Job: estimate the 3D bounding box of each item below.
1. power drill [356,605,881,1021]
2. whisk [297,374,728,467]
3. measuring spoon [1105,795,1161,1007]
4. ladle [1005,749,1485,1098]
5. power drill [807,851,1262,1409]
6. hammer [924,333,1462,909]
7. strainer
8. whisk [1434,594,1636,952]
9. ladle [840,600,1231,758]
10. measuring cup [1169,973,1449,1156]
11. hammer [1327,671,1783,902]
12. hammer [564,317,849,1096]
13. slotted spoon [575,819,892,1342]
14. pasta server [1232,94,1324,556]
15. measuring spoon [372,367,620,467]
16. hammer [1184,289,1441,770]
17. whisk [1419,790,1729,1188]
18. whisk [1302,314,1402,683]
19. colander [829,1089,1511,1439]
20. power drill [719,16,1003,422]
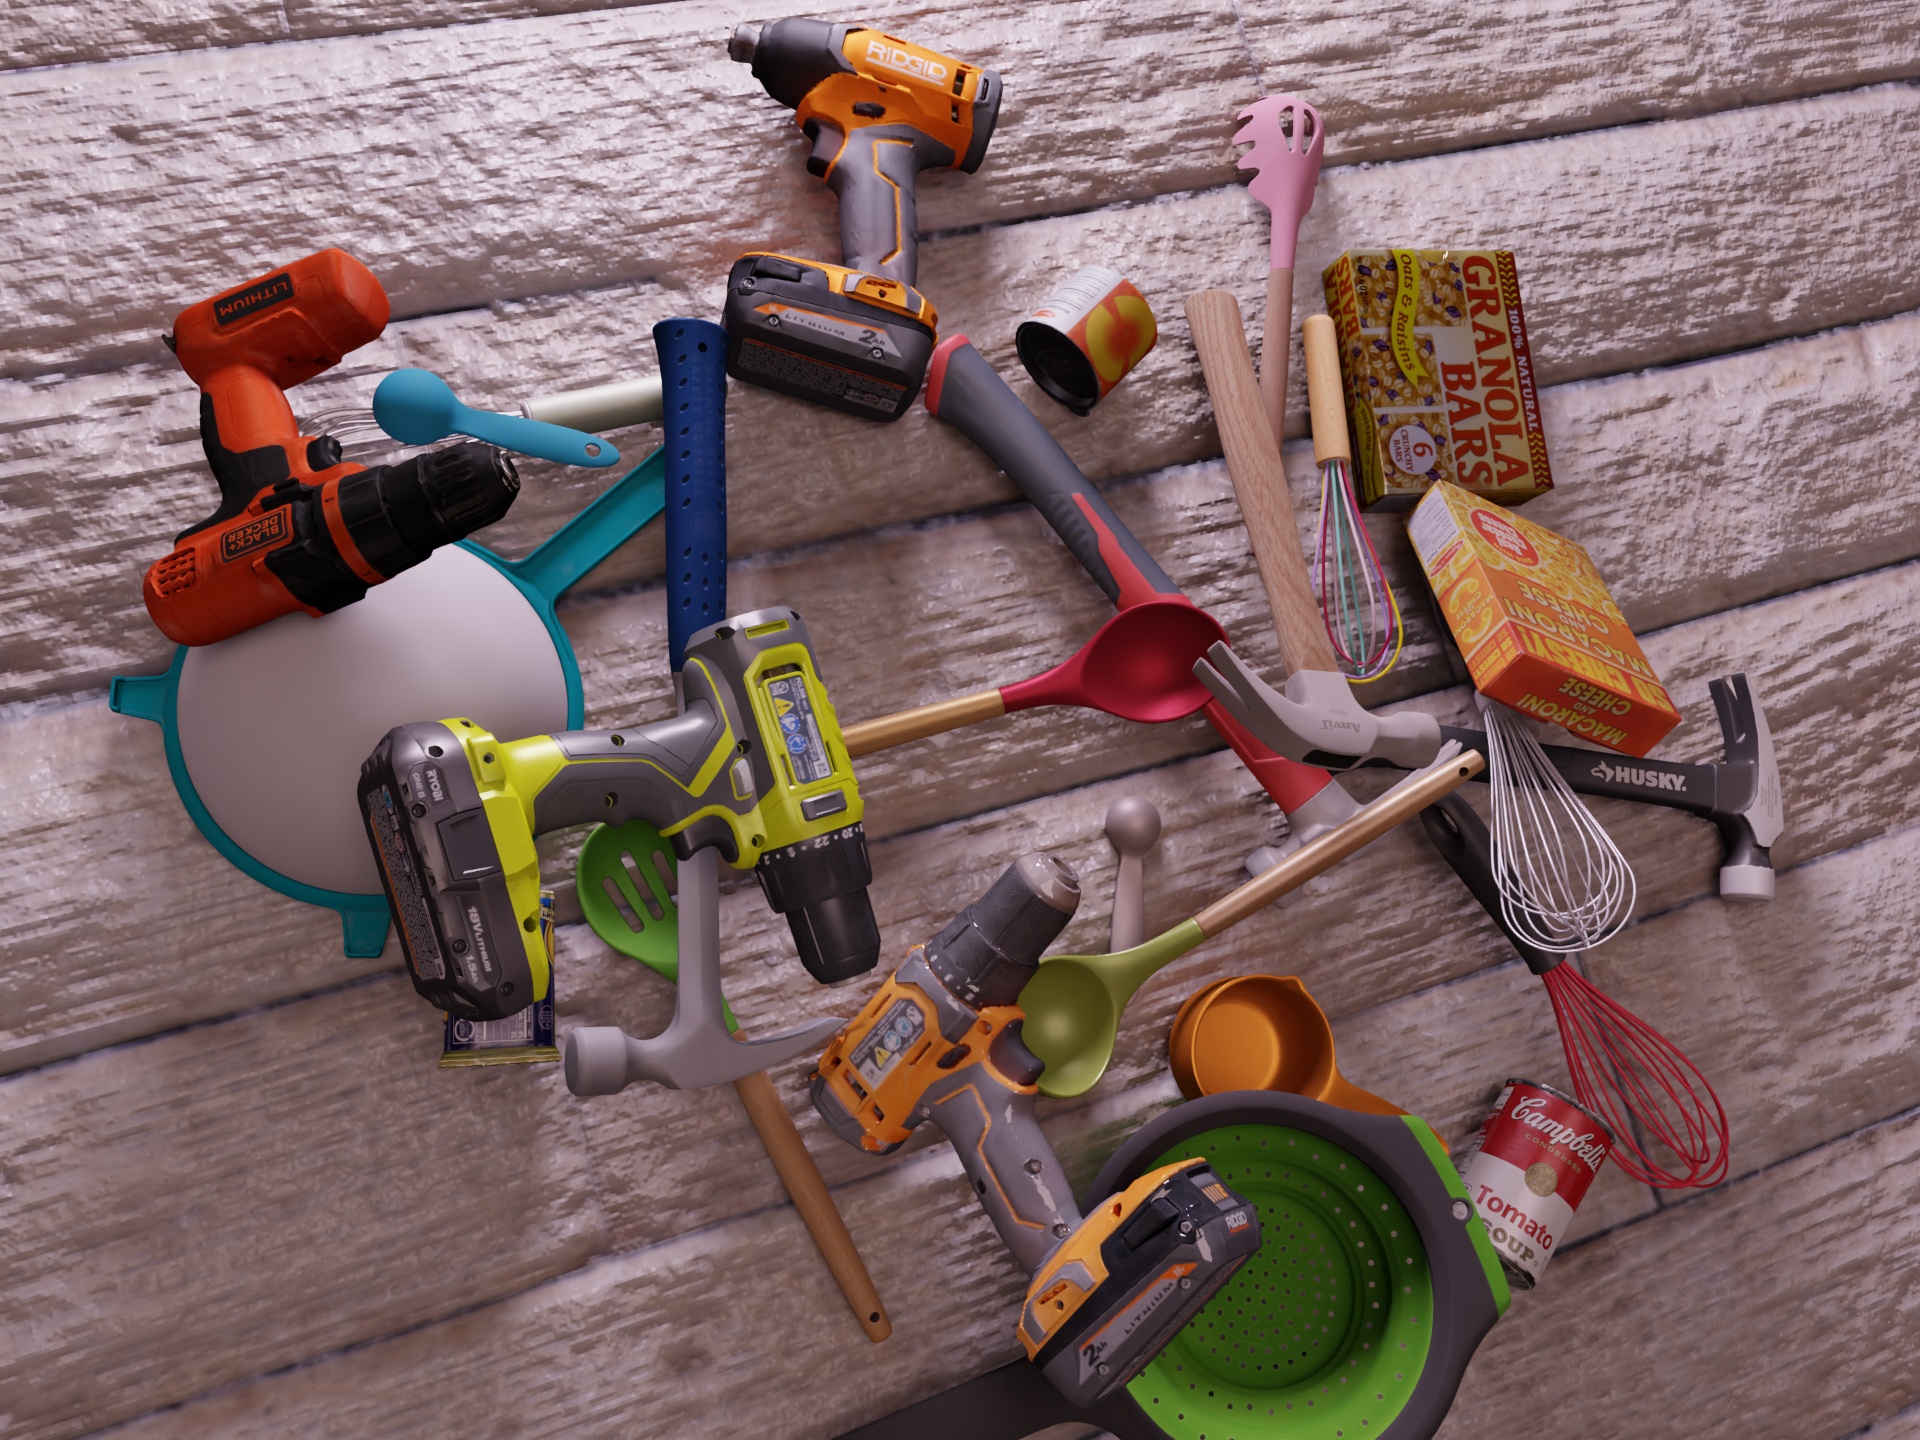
[{"bbox_3d":[-0.147,0.060,0.757,0.228,0.080,0.190,-16,88,-34],"label":"power drill"},{"bbox_3d":[-0.246,-0.162,0.875,0.246,0.059,0.057,-16,121,-20],"label":"whisk"},{"bbox_3d":[0.101,0.105,0.928,0.034,0.018,0.124,6,79,-14],"label":"measuring spoon"},{"bbox_3d":[0.159,0.105,0.885,0.320,0.062,0.078,-31,101,-2],"label":"ladle"},{"bbox_3d":[0.046,0.195,0.795,0.226,0.084,0.185,46,105,27],"label":"power drill"},{"bbox_3d":[0.123,-0.081,0.938,0.143,0.038,0.386,-39,88,7],"label":"hammer"},{"bbox_3d":[-0.253,-0.053,0.824,0.340,0.095,0.211,-43,92,-16],"label":"strainer"},{"bbox_3d":[0.323,0.012,0.929,0.070,0.070,0.285,8,48,-13],"label":"whisk"},{"bbox_3d":[-0.001,-0.003,0.893,0.315,0.031,0.069,-15,91,-6],"label":"ladle"},{"bbox_3d":[0.199,0.210,0.918,0.173,0.052,0.095,30,74,-10],"label":"measuring cup"},{"bbox_3d":[0.369,0.023,1.004,0.334,0.035,0.146,8,79,-13],"label":"hammer"},{"bbox_3d":[-0.135,-0.013,0.842,0.144,0.035,0.406,3,80,-28],"label":"hammer"},{"bbox_3d":[-0.115,0.192,0.852,0.070,0.031,0.314,-28,90,-18],"label":"slotted spoon"},{"bbox_3d":[0.200,-0.258,1.017,0.060,0.040,0.316,7,82,-13],"label":"pasta server"},{"bbox_3d":[-0.242,-0.157,0.837,0.128,0.021,0.042,12,70,-16],"label":"measuring spoon"},{"bbox_3d":[0.176,-0.122,0.925,0.130,0.031,0.332,4,59,-22],"label":"hammer"},{"bbox_3d":[0.364,0.162,0.956,0.073,0.073,0.296,-35,91,-18],"label":"whisk"},{"bbox_3d":[0.240,-0.140,0.996,0.051,0.047,0.245,16,66,-51],"label":"whisk"},{"bbox_3d":[0.086,0.338,0.853,0.397,0.094,0.205,-23,71,1],"label":"colander"},{"bbox_3d":[-0.074,-0.304,0.926,0.164,0.084,0.227,15,72,-11],"label":"power drill"}]
